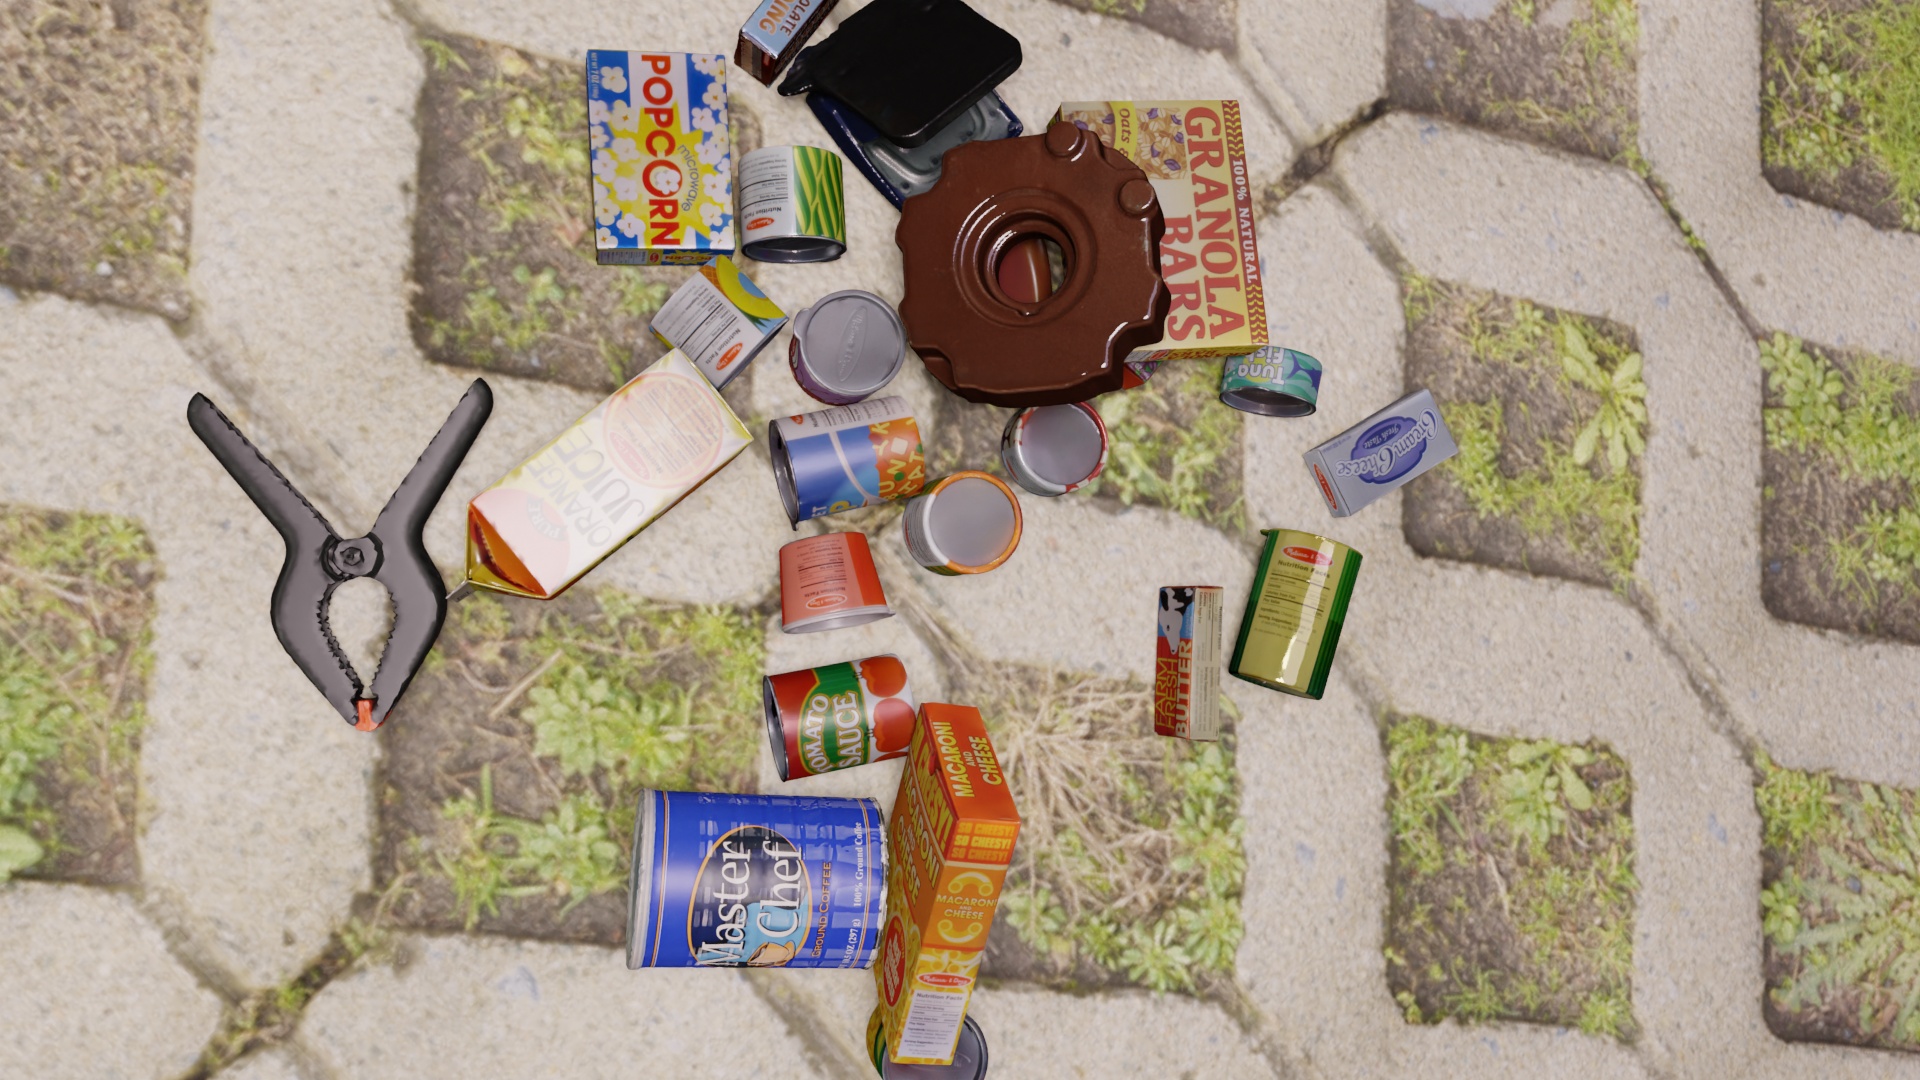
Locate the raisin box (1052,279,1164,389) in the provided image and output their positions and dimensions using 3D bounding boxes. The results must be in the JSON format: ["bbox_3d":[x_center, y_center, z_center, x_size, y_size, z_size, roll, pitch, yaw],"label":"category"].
[{"bbox_3d":[0.127,-0.177,0.945,0.086,0.040,0.123,43,77,-8],"label":"raisin box"}]

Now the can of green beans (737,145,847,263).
[{"bbox_3d":[-0.105,-0.210,0.870,0.071,0.071,0.058,-2,87,-15],"label":"can of green beans"}]

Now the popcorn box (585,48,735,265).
[{"bbox_3d":[-0.187,-0.237,0.864,0.085,0.038,0.126,-3,88,-16],"label":"popcorn box"}]

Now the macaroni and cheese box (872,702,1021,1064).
[{"bbox_3d":[-0.015,0.197,0.810,0.040,0.124,0.165,8,111,-15],"label":"macaroni and cheese box"}]

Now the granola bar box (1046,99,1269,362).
[{"bbox_3d":[0.128,-0.201,0.905,0.124,0.039,0.165,-4,84,-11],"label":"granola bar box"}]

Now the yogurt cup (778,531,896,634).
[{"bbox_3d":[-0.082,0.026,0.865,0.072,0.072,0.054,-9,81,-15],"label":"yogurt cup"}]

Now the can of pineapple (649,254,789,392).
[{"bbox_3d":[-0.148,-0.134,0.856,0.058,0.071,0.071,44,77,-9],"label":"can of pineapple"}]

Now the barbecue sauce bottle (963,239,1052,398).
[{"bbox_3d":[0.032,-0.166,0.911,0.065,0.043,0.148,4,80,25],"label":"barbecue sauce bottle"}]

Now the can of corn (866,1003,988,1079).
[{"bbox_3d":[-0.022,0.314,0.867,0.071,0.058,0.071,1,87,-15],"label":"can of corn"}]

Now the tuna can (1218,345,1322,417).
[{"bbox_3d":[0.211,-0.109,0.948,0.071,0.071,0.033,13,82,-14],"label":"tuna can"}]

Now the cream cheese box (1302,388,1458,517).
[{"bbox_3d":[0.301,-0.063,0.993,0.104,0.024,0.053,-28,95,-15],"label":"cream cheese box"}]

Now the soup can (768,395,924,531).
[{"bbox_3d":[-0.071,-0.049,0.871,0.084,0.071,0.071,-13,91,-16],"label":"soup can"}]

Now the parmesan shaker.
[{"bbox_3d":[0.225,0.050,0.947,0.071,0.071,0.103,20,83,-13],"label":"parmesan shaker"}]

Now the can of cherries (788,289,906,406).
[{"bbox_3d":[-0.075,-0.122,0.878,0.071,0.058,0.071,1,88,-15],"label":"can of cherries"}]

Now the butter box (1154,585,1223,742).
[{"bbox_3d":[0.153,0.082,0.930,0.024,0.053,0.103,4,87,-18],"label":"butter box"}]

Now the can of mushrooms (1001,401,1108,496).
[{"bbox_3d":[0.064,-0.065,0.925,0.071,0.033,0.071,1,87,-14],"label":"can of mushrooms"}]

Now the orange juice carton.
[{"bbox_3d":[-0.223,-0.026,0.825,0.193,0.071,0.073,-40,97,-14],"label":"orange juice carton"}]

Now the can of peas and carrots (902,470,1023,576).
[{"bbox_3d":[0.003,-0.011,0.892,0.071,0.058,0.071,1,87,-15],"label":"can of peas and carrots"}]

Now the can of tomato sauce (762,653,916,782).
[{"bbox_3d":[-0.074,0.109,0.858,0.083,0.071,0.071,-9,90,-16],"label":"can of tomato sauce"}]

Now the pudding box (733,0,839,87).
[{"bbox_3d":[-0.108,-0.335,0.885,0.030,0.049,0.084,37,78,-9],"label":"pudding box"}]
